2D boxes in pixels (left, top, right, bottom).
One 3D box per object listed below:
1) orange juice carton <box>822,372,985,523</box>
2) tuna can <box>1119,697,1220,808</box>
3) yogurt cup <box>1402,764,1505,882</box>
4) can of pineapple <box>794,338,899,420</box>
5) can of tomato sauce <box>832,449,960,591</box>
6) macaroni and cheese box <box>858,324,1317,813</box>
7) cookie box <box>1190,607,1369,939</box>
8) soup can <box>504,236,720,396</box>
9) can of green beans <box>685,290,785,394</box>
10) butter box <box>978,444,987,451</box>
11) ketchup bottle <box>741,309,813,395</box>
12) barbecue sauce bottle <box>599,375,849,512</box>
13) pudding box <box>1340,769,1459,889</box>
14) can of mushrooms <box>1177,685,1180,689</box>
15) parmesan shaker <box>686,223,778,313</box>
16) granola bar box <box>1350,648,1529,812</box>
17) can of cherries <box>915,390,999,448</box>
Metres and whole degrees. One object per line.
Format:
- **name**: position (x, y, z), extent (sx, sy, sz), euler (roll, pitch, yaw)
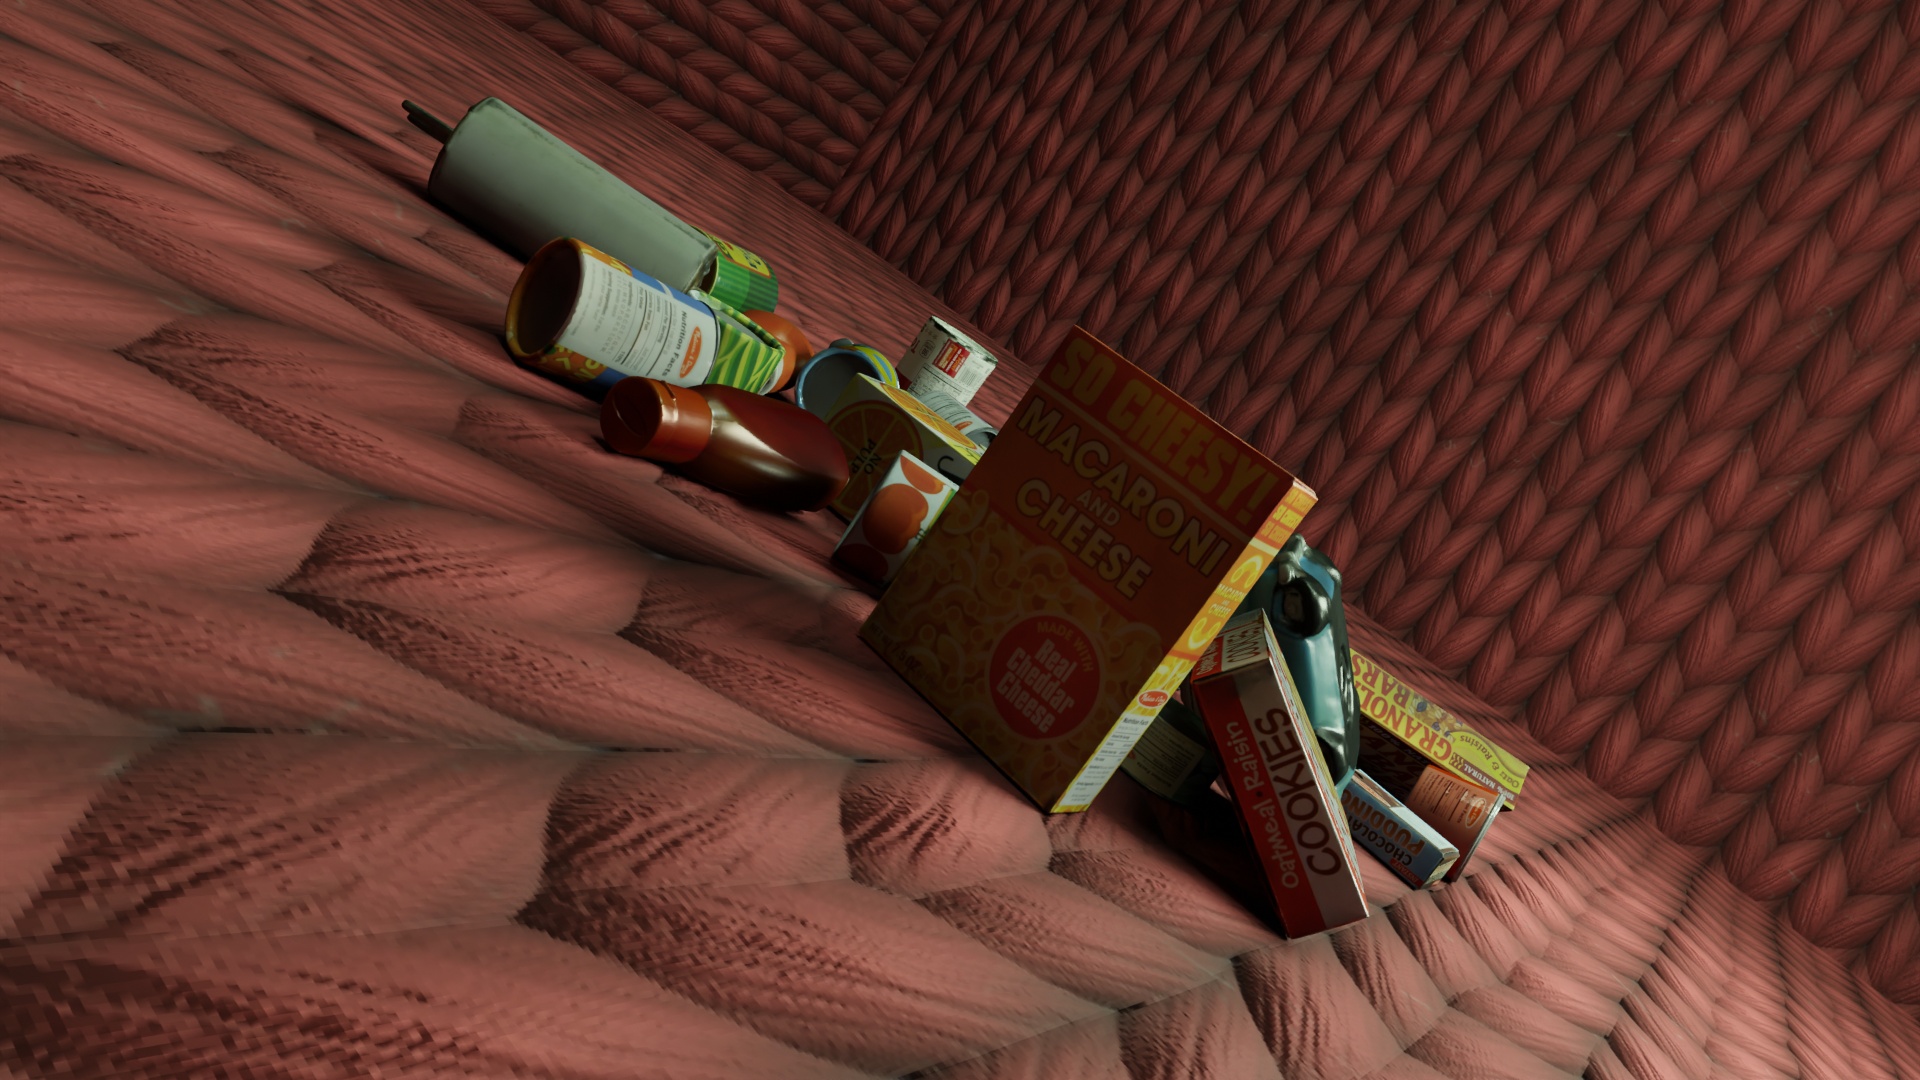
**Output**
- **orange juice carton**: position (0.003, -0.010, 0.795), extent (0.193, 0.073, 0.072), euler (39, 11, 20)
- **tuna can**: position (0.104, 0.103, 0.712), extent (0.071, 0.032, 0.071), euler (33, 11, -7)
- **yogurt cup**: position (0.327, 0.188, 0.937), extent (0.054, 0.072, 0.072), euler (30, 8, 23)
- **can of pineapple**: position (-0.081, -0.106, 0.981), extent (0.071, 0.071, 0.058), euler (35, 10, -1)
- **can of tomato sauce**: position (-0.014, 0.005, 0.706), extent (0.083, 0.071, 0.071), euler (33, 10, -6)
- **macaroni and cheese box**: position (0.050, 0.011, 0.590), extent (0.124, 0.166, 0.040), euler (40, 11, 28)
- **cookie box**: position (0.154, 0.106, 0.682), extent (0.168, 0.040, 0.123), euler (-21, 90, -78)
- **soup can**: position (-0.176, -0.106, 0.698), extent (0.084, 0.071, 0.071), euler (23, 15, -47)
- **can of green beans**: position (-0.143, -0.103, 0.800), extent (0.071, 0.057, 0.071), euler (34, 10, -7)
- **butter box**: position (0.037, -0.028, 1.035), extent (0.103, 0.053, 0.024), euler (25, 17, -40)
- **ketchup bottle**: position (-0.138, -0.129, 0.970), extent (0.065, 0.043, 0.149), euler (32, 11, -9)
- **barbecue sauce bottle**: position (-0.116, -0.051, 0.693), extent (0.065, 0.043, 0.148), euler (52, 17, 21)
- **pudding box**: position (0.270, 0.181, 0.879), extent (0.084, 0.030, 0.049), euler (41, 13, 30)
- **can of mushrooms**: position (0.135, 0.071, 0.950), extent (0.071, 0.033, 0.071), euler (34, 10, -7)
- **parmesan shaker**: position (-0.191, -0.197, 1.051), extent (0.071, 0.071, 0.103), euler (37, 10, 15)
- **granola bar box**: position (0.304, 0.140, 1.009), extent (0.165, 0.039, 0.124), euler (33, -17, -11)
- **can of cherries**: position (-0.012, -0.069, 1.043), extent (0.058, 0.071, 0.071), euler (40, 11, 31)
